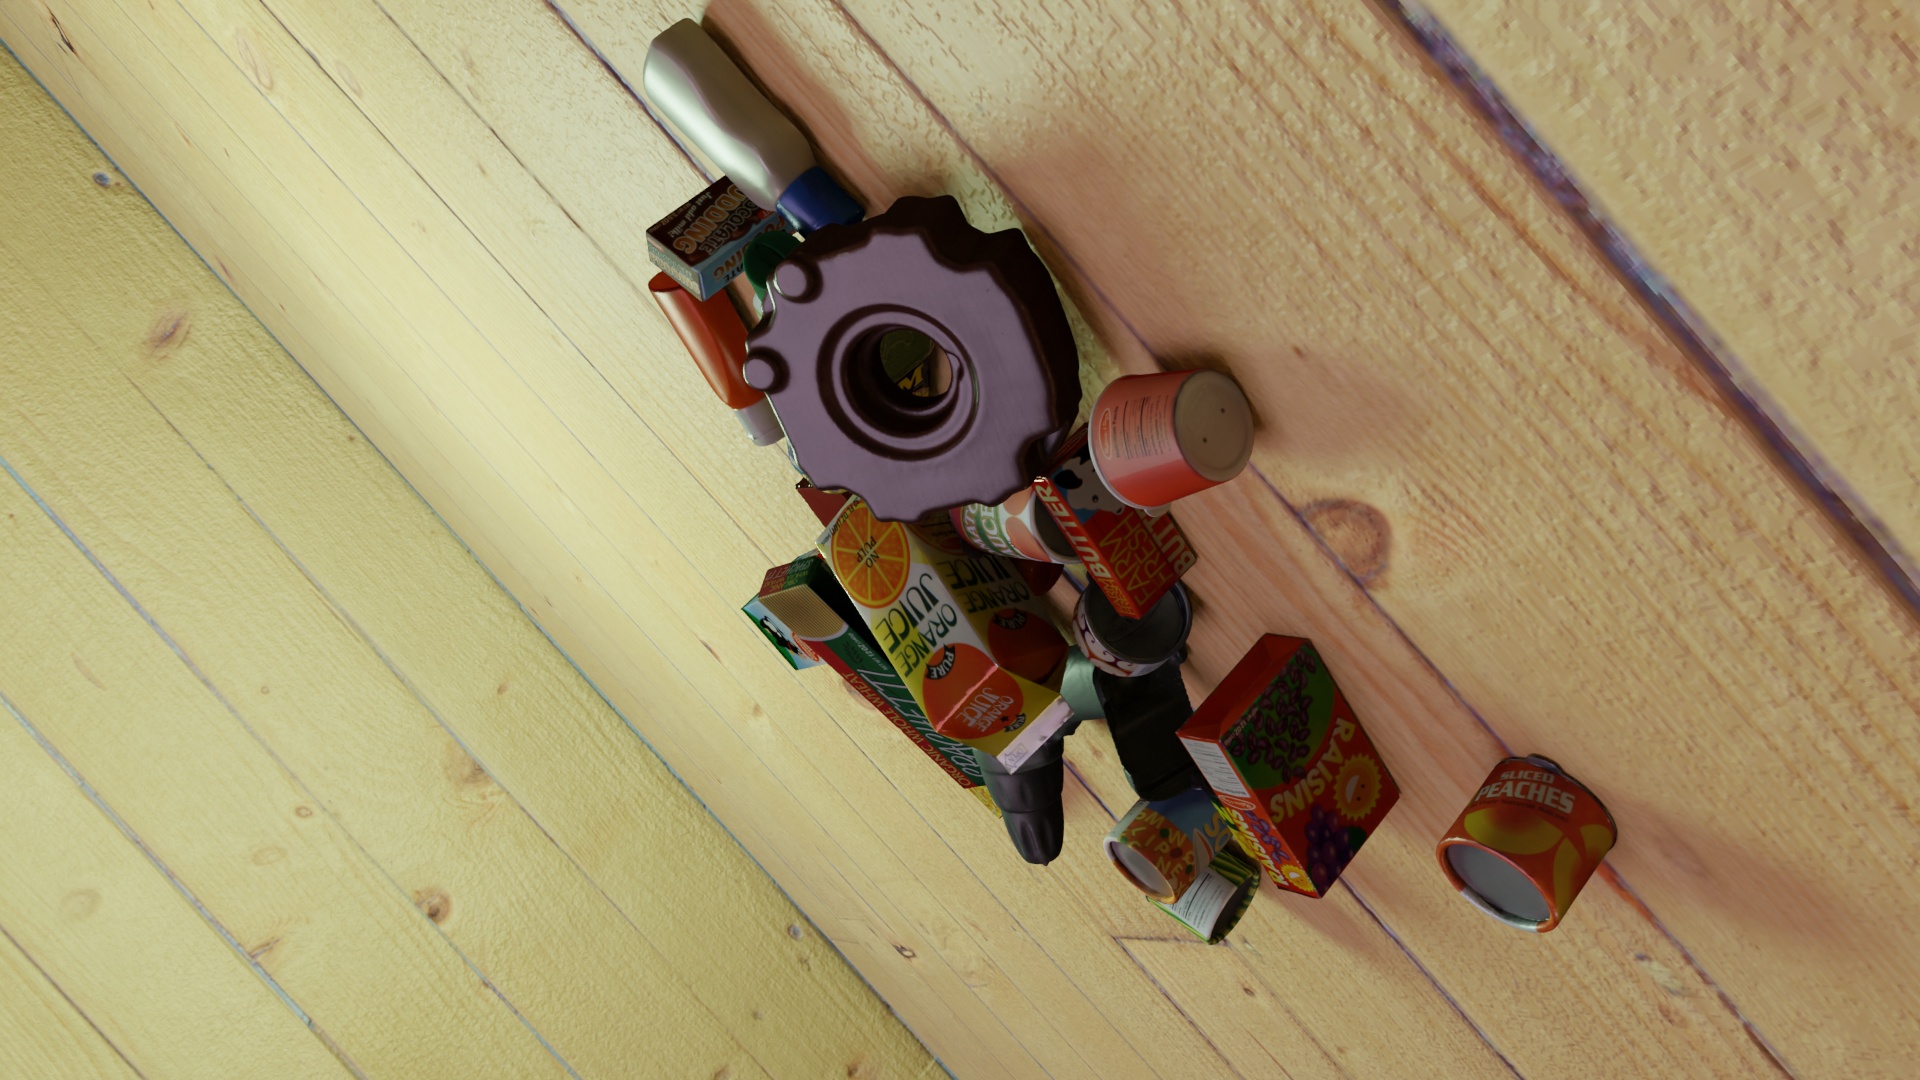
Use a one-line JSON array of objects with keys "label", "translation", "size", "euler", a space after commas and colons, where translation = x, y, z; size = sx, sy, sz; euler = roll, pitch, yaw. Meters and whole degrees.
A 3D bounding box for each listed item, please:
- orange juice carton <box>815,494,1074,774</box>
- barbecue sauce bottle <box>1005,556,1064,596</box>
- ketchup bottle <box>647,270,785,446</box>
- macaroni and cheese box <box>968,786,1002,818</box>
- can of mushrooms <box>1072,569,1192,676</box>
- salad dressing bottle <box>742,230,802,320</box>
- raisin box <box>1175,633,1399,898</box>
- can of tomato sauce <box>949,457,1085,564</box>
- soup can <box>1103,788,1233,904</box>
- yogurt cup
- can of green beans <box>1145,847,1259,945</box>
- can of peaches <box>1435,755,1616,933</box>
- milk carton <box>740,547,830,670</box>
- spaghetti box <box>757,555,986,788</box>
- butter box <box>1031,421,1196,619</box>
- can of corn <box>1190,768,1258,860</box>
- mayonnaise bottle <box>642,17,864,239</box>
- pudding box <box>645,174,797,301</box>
[{"label": "orange juice carton", "translation": [-0.002, 0.048, 0.864], "size": [0.071, 0.073, 0.193], "euler": [-49, 66, 35]}, {"label": "barbecue sauce bottle", "translation": [0.003, -0.012, 0.931], "size": [0.149, 0.044, 0.064], "euler": [31, 132, 33]}, {"label": "ketchup bottle", "translation": [-0.175, -0.138, 1.042], "size": [0.065, 0.044, 0.148], "euler": [19, 144, 50]}, {"label": "macaroni and cheese box", "translation": [-0.004, 0.164, 1.240], "size": [0.166, 0.040, 0.123], "euler": [42, 156, 12]}, {"label": "can of mushrooms", "translation": [0.100, 0.045, 0.828], "size": [0.071, 0.071, 0.033], "euler": [43, 158, 9]}, {"label": "salad dressing bottle", "translation": [-0.102, -0.145, 0.849], "size": [0.064, 0.044, 0.147], "euler": [42, 174, 8]}, {"label": "raisin box", "translation": [0.187, 0.128, 0.786], "size": [0.123, 0.086, 0.040], "euler": [55, 154, -19]}, {"label": "can of tomato sauce", "translation": [0.042, -0.020, 0.820], "size": [0.083, 0.071, 0.071], "euler": [6, 134, 57]}, {"label": "soup can", "translation": [0.153, 0.204, 0.972], "size": [0.071, 0.084, 0.071], "euler": [37, 155, 21]}, {"label": "yogurt cup", "translation": [0.104, -0.051, 0.671], "size": [0.054, 0.073, 0.072], "euler": [-10, 120, 54]}, {"label": "can of green beans", "translation": [0.181, 0.257, 1.033], "size": [0.058, 0.071, 0.071], "euler": [32, 153, 31]}, {"label": "can of peaches", "translation": [0.281, 0.151, 0.695], "size": [0.071, 0.058, 0.071], "euler": [38, 156, 20]}, {"label": "milk carton", "translation": [-0.103, 0.048, 1.091], "size": [0.073, 0.072, 0.190], "euler": [50, 157, -8]}, {"label": "spaghetti box", "translation": [-0.046, 0.101, 1.004], "size": [0.050, 0.029, 0.249], "euler": [-17, 130, 37]}, {"label": "butter box", "translation": [0.086, -0.011, 0.779], "size": [0.103, 0.053, 0.024], "euler": [55, 158, -18]}, {"label": "can of corn", "translation": [0.186, 0.155, 0.852], "size": [0.058, 0.071, 0.071], "euler": [56, 156, -21]}, {"label": "mayonnaise bottle", "translation": [-0.119, -0.229, 0.802], "size": [0.148, 0.041, 0.064], "euler": [45, 159, 1]}, {"label": "pudding box", "translation": [-0.145, -0.190, 0.852], "size": [0.050, 0.084, 0.030], "euler": [39, 155, 18]}]
